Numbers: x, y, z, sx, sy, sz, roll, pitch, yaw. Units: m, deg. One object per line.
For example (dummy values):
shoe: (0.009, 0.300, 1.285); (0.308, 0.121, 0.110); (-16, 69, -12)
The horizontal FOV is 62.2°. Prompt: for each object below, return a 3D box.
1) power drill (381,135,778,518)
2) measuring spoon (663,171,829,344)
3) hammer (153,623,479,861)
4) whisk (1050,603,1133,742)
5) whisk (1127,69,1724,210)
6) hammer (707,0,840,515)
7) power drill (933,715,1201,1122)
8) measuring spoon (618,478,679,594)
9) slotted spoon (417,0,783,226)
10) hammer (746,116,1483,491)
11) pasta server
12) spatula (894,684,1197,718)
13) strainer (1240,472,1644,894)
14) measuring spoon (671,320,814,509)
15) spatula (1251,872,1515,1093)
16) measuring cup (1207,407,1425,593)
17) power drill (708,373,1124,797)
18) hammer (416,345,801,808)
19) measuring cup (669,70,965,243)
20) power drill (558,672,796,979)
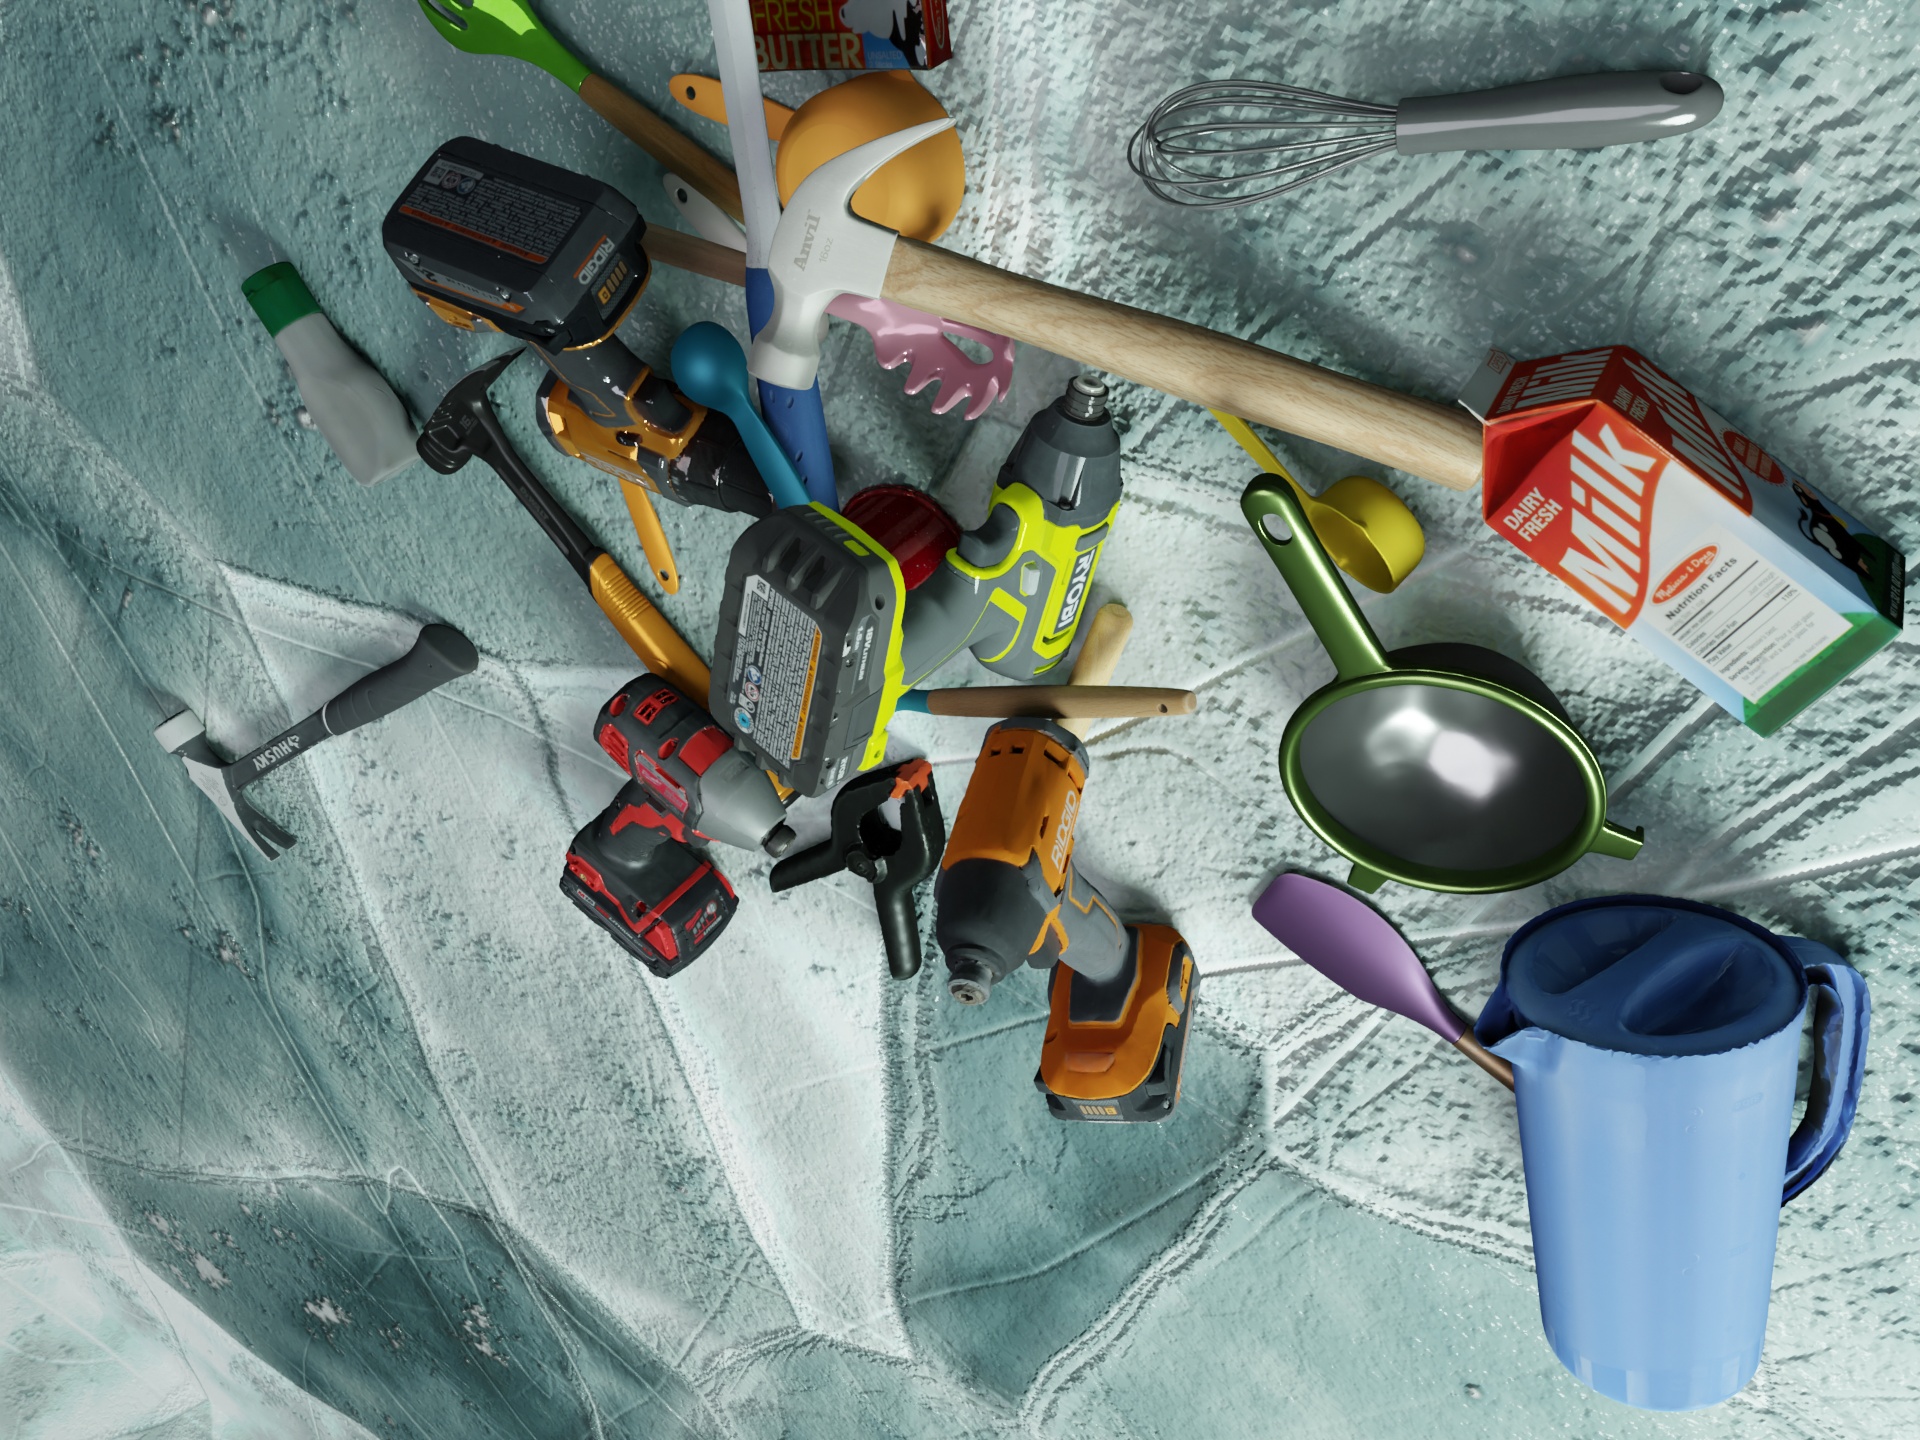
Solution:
power drill: (-0.176, -0.187, 0.840); (0.185, 0.084, 0.226); (25, 165, 22)
measuring spoon: (-0.121, -0.249, 0.862); (0.124, 0.018, 0.034); (46, 132, -1)
hammer: (-0.503, 0.008, 1.262); (0.409, 0.036, 0.149); (-21, 108, 39)
whisk: (0.047, 0.033, 0.927); (0.047, 0.051, 0.244); (34, 129, 17)
whisk: (0.183, -0.244, 0.657); (0.239, 0.055, 0.055); (4, 121, 26)
hammer: (-0.096, -0.227, 0.752); (0.144, 0.035, 0.405); (10, 120, 31)
power drill: (0.055, 0.130, 0.872); (0.084, 0.164, 0.226); (-7, 134, 28)
measuring spoon: (-0.203, -0.130, 0.996); (0.021, 0.011, 0.116); (-2, 118, 33)
slotted spoon: (-0.177, -0.324, 0.845); (0.314, 0.031, 0.070); (38, 128, 3)
hammer: (0.079, -0.169, 0.707); (0.331, 0.031, 0.130); (17, 111, -3)
pasta server: (-0.107, -0.224, 0.802); (0.316, 0.040, 0.060); (22, 126, 20)
spatula: (-0.001, -0.003, 0.912); (0.317, 0.044, 0.082); (0, 124, 44)
strainer: (0.206, -0.026, 0.748); (0.151, 0.069, 0.256); (-15, 123, 40)
measuring spoon: (-0.103, -0.132, 0.771); (0.042, 0.021, 0.128); (-24, 99, 41)
spatula: (0.300, 0.189, 0.885); (0.316, 0.018, 0.059); (37, 131, 7)
measuring cup: (0.161, -0.126, 0.758); (0.156, 0.029, 0.062); (50, 176, 12)
power drill: (-0.009, -0.070, 0.771); (0.080, 0.223, 0.171); (37, 135, 24)
hammer: (-0.211, -0.077, 1.016); (0.336, 0.034, 0.127); (52, 140, -8)
measuring cup: (-0.085, -0.285, 0.792); (0.174, 0.052, 0.095); (25, 130, 14)
power drill: (-0.186, 0.076, 1.050); (0.143, 0.078, 0.219); (39, 142, 7)
